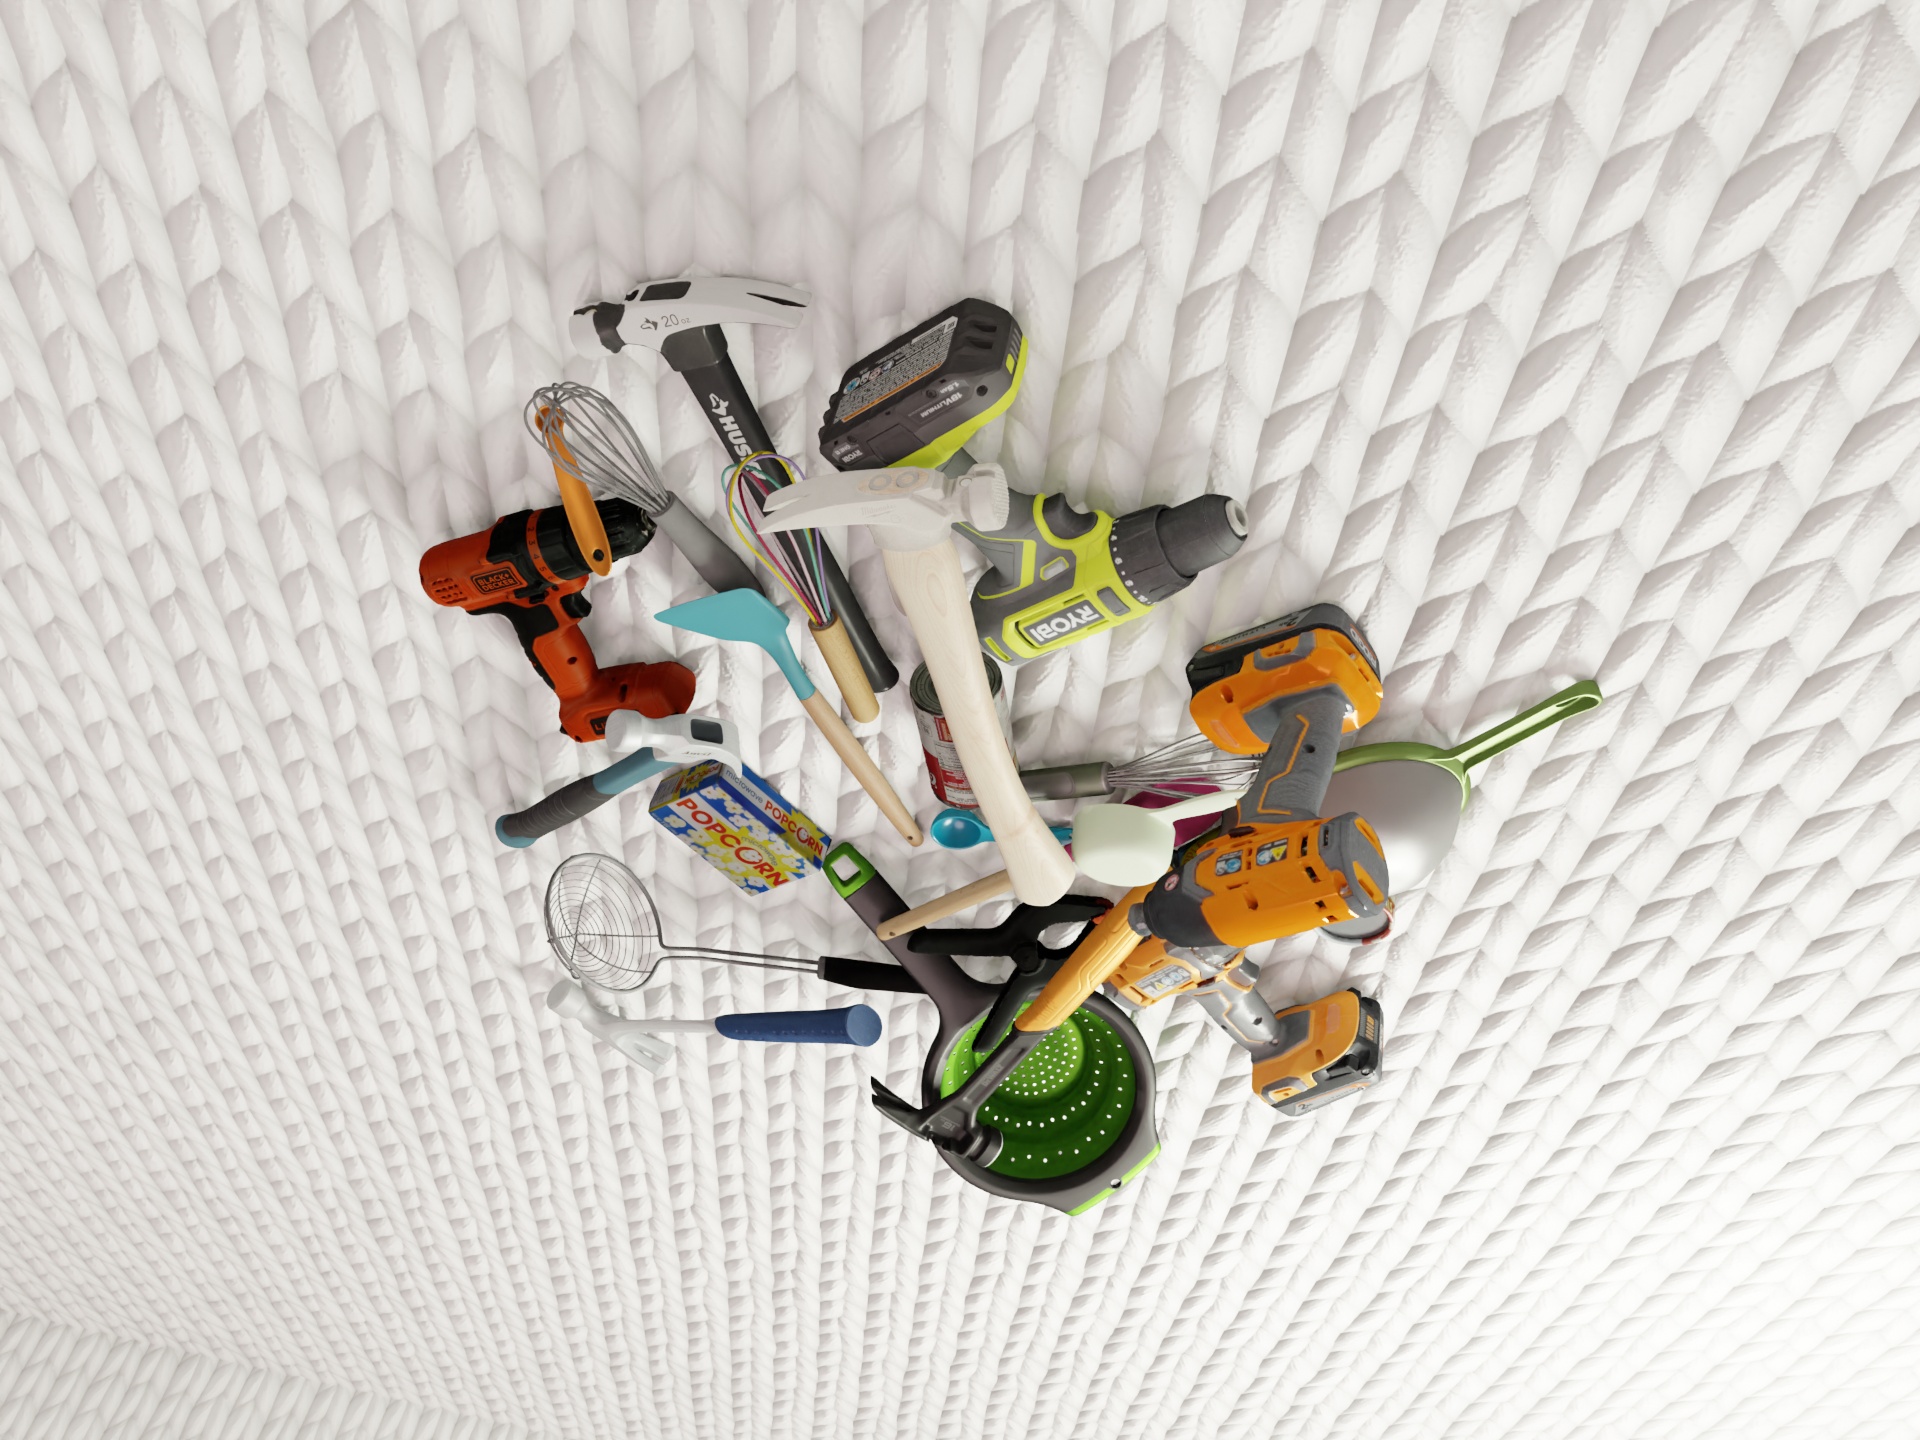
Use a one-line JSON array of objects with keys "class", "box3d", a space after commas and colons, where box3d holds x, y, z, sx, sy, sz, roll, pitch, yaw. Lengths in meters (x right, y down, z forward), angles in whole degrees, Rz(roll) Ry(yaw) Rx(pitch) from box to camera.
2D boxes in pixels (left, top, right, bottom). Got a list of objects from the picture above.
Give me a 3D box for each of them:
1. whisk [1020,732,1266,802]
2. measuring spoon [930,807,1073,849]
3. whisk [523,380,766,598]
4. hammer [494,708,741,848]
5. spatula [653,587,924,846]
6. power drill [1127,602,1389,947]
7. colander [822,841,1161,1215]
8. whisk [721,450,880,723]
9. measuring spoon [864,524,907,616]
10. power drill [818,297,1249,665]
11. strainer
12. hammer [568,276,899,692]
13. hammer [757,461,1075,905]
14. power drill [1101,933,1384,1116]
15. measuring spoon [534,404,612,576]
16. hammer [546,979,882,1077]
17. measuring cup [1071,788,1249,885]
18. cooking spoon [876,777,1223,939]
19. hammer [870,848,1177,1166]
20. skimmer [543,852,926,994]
[{"class": "whisk", "box3d": [0.116, 0.042, 1.166, 0.246, 0.059, 0.058, -8, 96, 29]}, {"class": "measuring spoon", "box3d": [0.040, 0.084, 1.259, 0.128, 0.021, 0.042, 2, 137, 0]}, {"class": "whisk", "box3d": [-0.197, -0.138, 1.037, 0.055, 0.055, 0.238, -11, 144, 26]}, {"class": "hammer", "box3d": [-0.284, 0.052, 1.252, 0.128, 0.033, 0.331, 6, 161, -39]}, {"class": "spatula", "box3d": [-0.106, 0.004, 1.186, 0.082, 0.044, 0.317, -13, 133, 24]}, {"class": "power drill", "box3d": [0.187, 0.043, 1.008, 0.164, 0.227, 0.084, -21, 128, 33]}, {"class": "colander", "box3d": [0.015, 0.251, 1.393, 0.204, 0.094, 0.397, -38, 102, 5]}, {"class": "whisk", "box3d": [-0.101, -0.079, 1.044, 0.051, 0.047, 0.244, -2, 140, 18]}, {"class": "measuring spoon", "box3d": [-0.045, -0.114, 1.063, 0.034, 0.018, 0.124, -18, 142, -4]}, {"class": "power drill", "box3d": [0.045, -0.139, 0.963, 0.190, 0.080, 0.228, -22, 130, 34]}, {"class": "strainer", "box3d": [0.328, 0.059, 1.088, 0.151, 0.069, 0.256, 27, 132, -37]}, {"class": "hammer", "box3d": [-0.112, -0.140, 1.036, 0.146, 0.035, 0.334, -6, 135, 22]}, {"class": "hammer", "box3d": [-0.002, -0.003, 1.047, 0.146, 0.038, 0.410, -3, 139, 16]}, {"class": "power drill", "box3d": [0.250, 0.220, 1.303, 0.226, 0.084, 0.185, 37, 132, -17]}, {"class": "measuring spoon", "box3d": [-0.252, -0.150, 1.044, 0.021, 0.011, 0.117, -15, 104, 11]}, {"class": "hammer", "box3d": [-0.221, 0.286, 1.474, 0.405, 0.035, 0.144, -10, 136, 43]}, {"class": "measuring cup", "box3d": [0.147, 0.083, 1.142, 0.083, 0.038, 0.167, 29, 148, -29]}, {"class": "cooking spoon", "box3d": [0.063, 0.113, 1.249, 0.319, 0.017, 0.068, -26, 129, 25]}, {"class": "hammer", "box3d": [0.069, 0.225, 1.281, 0.127, 0.034, 0.337, 32, 112, -20]}, {"class": "skimmer", "box3d": [-0.177, 0.194, 1.384, 0.363, 0.127, 0.090, 8, 138, -8]}]
